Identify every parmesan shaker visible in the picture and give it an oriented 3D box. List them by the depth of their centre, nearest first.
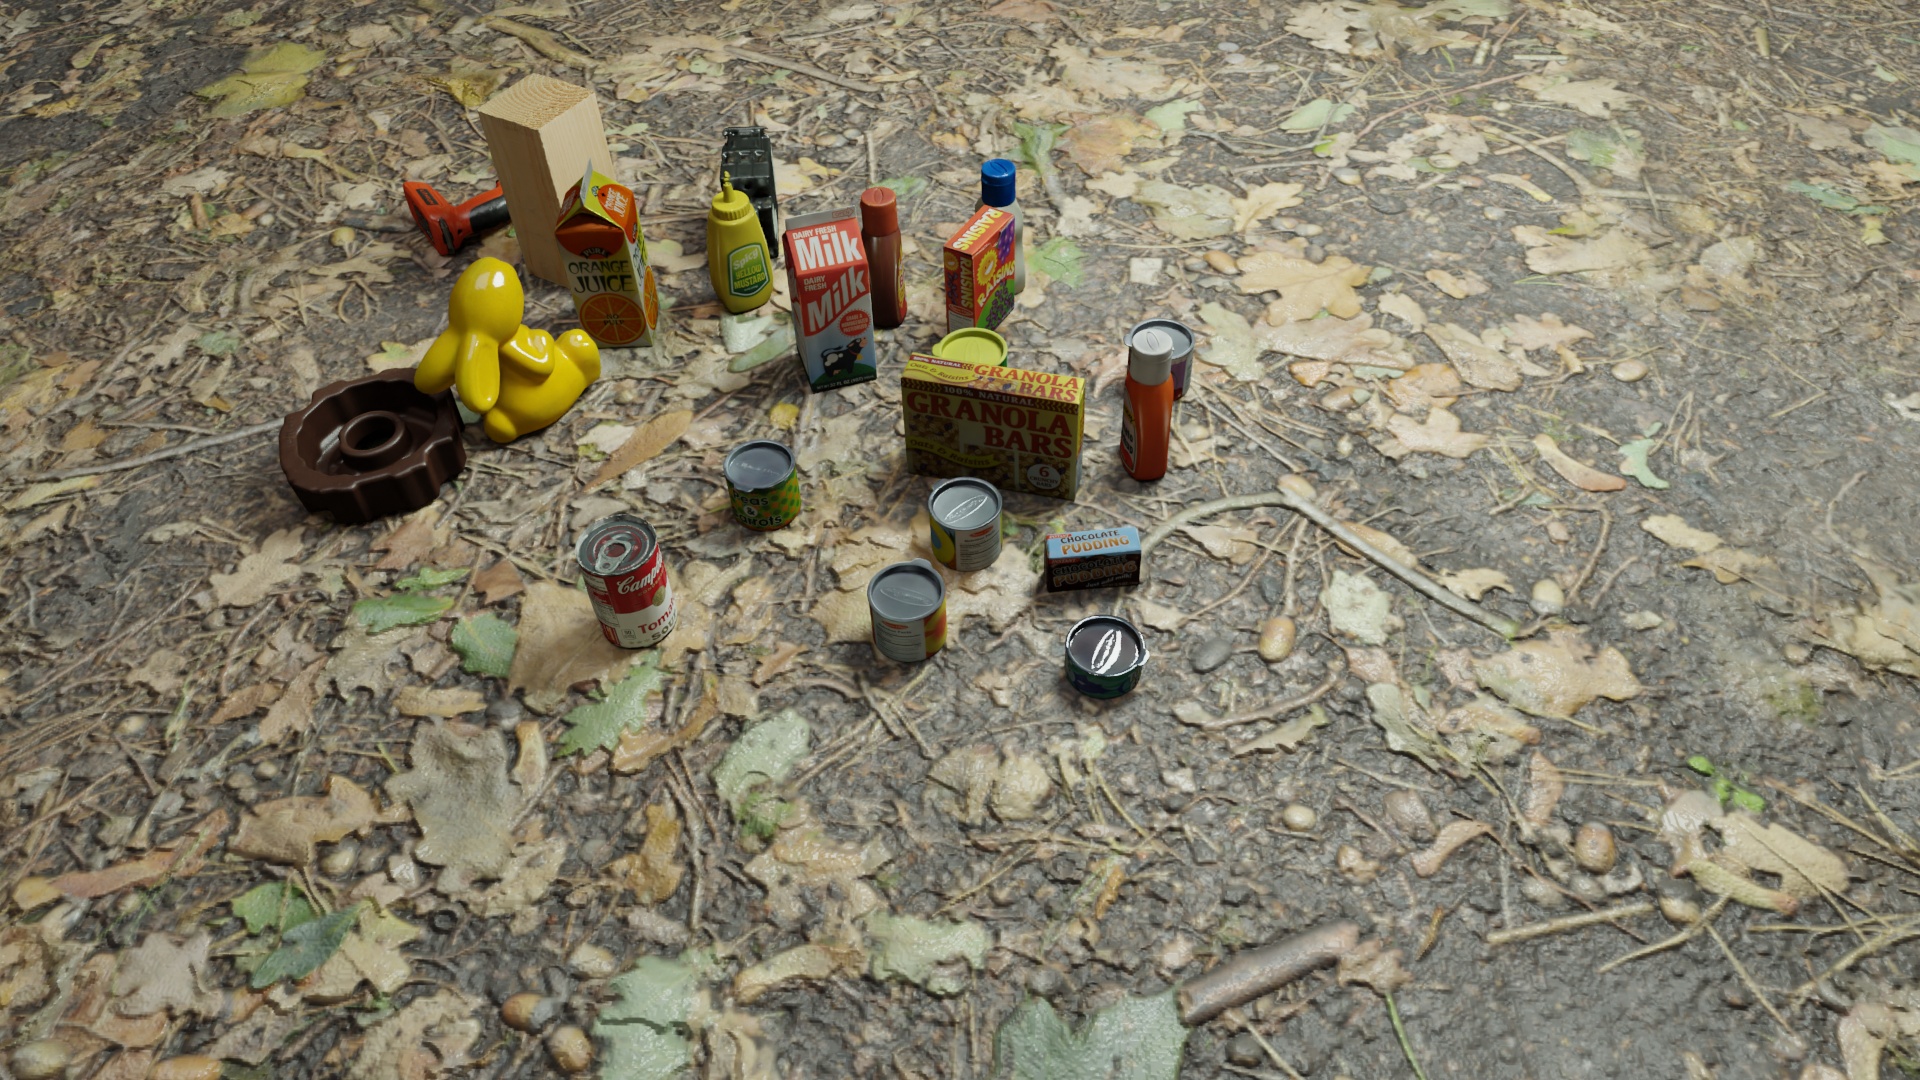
[{"bbox_3d":[0.010,-0.145,1.344,0.071,0.102,0.072,-1,47,1],"label":"parmesan shaker"}]

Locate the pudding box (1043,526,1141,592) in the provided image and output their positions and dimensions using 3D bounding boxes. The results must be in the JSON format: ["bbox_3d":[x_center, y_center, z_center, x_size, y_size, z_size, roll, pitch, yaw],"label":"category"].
[{"bbox_3d":[0.117,0.016,1.225,0.084,0.049,0.030,-5,47,-2],"label":"pudding box"}]

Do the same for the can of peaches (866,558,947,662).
[{"bbox_3d":[-0.043,0.060,1.185,0.071,0.057,0.071,-1,47,1],"label":"can of peaches"}]

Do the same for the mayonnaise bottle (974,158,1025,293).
[{"bbox_3d":[0.042,-0.336,1.491,0.041,0.147,0.065,-27,52,-21],"label":"mayonnaise bottle"}]

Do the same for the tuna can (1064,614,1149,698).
[{"bbox_3d":[0.122,0.098,1.160,0.071,0.032,0.071,-1,47,1],"label":"tuna can"}]

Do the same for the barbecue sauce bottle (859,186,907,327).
[{"bbox_3d":[-0.082,-0.299,1.461,0.044,0.147,0.065,-2,47,0],"label":"barbecue sauce bottle"}]

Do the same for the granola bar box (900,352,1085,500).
[{"bbox_3d":[0.032,-0.106,1.292,0.165,0.123,0.039,10,48,12],"label":"granola bar box"}]

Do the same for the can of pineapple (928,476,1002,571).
[{"bbox_3d":[0.004,-0.016,1.254,0.071,0.057,0.071,-1,47,1],"label":"can of pineapple"}]

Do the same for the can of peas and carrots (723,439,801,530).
[{"bbox_3d":[-0.184,-0.049,1.292,0.071,0.058,0.071,-1,47,1],"label":"can of peas and carrots"}]

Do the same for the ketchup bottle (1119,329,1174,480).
[{"bbox_3d":[0.174,-0.128,1.290,0.043,0.148,0.065,-9,47,-6],"label":"ketchup bottle"}]

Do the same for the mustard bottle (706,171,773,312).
[{"bbox_3d":[-0.239,-0.319,1.478,0.065,0.159,0.049,-26,51,-20],"label":"mustard bottle"}]

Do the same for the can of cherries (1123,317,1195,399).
[{"bbox_3d":[0.199,-0.182,1.401,0.071,0.058,0.072,-1,47,1],"label":"can of cherries"}]

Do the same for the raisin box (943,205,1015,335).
[{"bbox_3d":[0.021,-0.274,1.450,0.040,0.122,0.086,23,52,22],"label":"raisin box"}]

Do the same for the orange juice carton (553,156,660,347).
[{"bbox_3d":[-0.368,-0.296,1.439,0.073,0.191,0.072,-2,47,0],"label":"orange juice carton"}]

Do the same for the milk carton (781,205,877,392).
[{"bbox_3d":[-0.131,-0.247,1.386,0.072,0.189,0.074,-14,48,-10],"label":"milk carton"}]
